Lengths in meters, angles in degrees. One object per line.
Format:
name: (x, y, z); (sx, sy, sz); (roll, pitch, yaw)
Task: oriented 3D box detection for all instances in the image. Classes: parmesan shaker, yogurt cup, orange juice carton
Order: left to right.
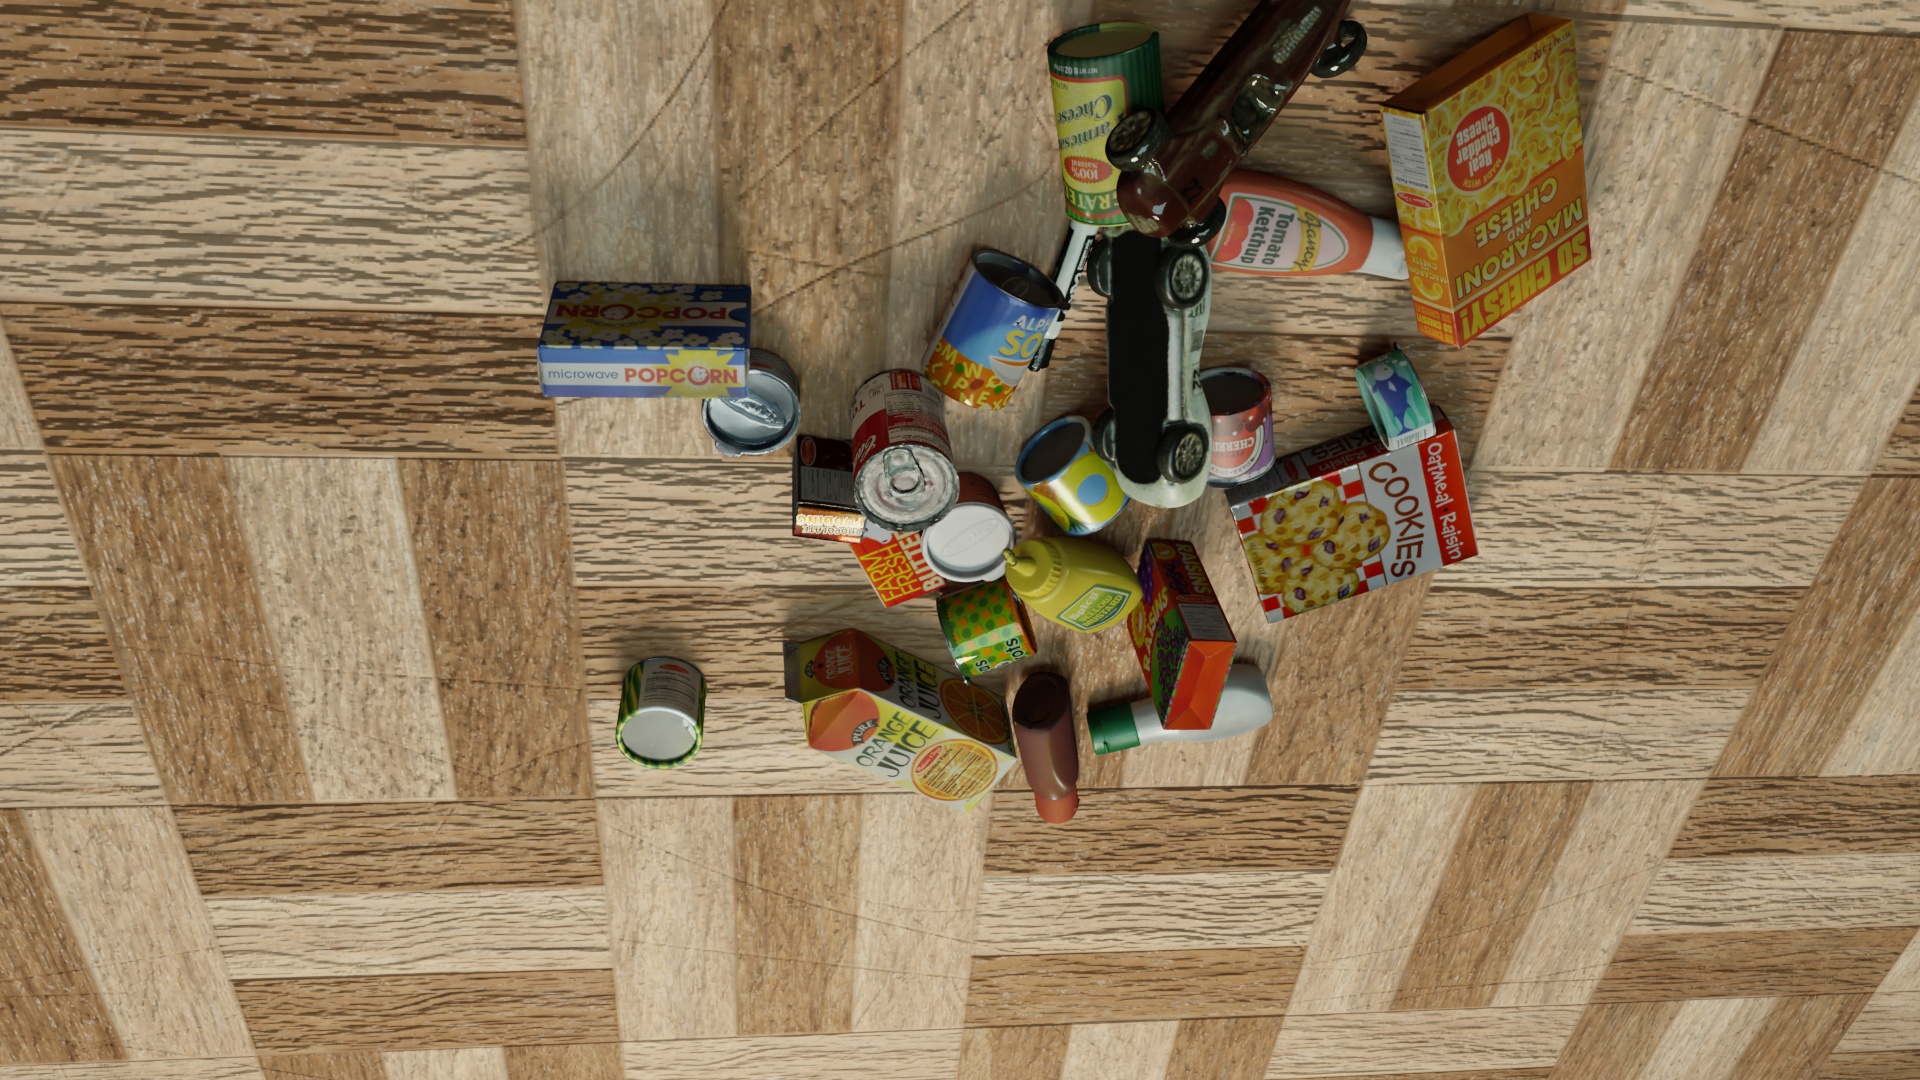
orange juice carton: (-0.055, 0.135, 1.085); (0.192, 0.072, 0.072); (27, 118, -24)
yogurt cup: (0.004, -0.013, 0.999); (0.072, 0.054, 0.072); (-3, 125, -5)
parmesan shaker: (0.088, -0.251, 0.836); (0.071, 0.071, 0.102); (-11, 125, 1)

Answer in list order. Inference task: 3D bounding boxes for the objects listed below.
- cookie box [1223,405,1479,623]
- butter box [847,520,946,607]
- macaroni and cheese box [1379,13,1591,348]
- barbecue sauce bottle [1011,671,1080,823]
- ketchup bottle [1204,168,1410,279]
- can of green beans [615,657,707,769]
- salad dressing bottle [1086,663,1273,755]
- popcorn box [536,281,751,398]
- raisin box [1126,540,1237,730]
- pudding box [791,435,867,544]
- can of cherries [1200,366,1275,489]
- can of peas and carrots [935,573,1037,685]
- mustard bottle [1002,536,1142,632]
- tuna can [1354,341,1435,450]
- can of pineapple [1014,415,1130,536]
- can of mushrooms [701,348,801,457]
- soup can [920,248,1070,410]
cookie box: (0.293, -0.018, 1.040); (0.167, 0.040, 0.122); (-20, 125, 8)
butter box: (-0.053, -0.001, 1.019); (0.053, 0.024, 0.103); (-22, 125, 9)
macaroni and cheese box: (0.334, -0.224, 0.874); (0.124, 0.040, 0.165); (-33, 127, -13)
barbecue sauce bottle: (0.073, 0.177, 1.139); (0.044, 0.065, 0.147); (7, 137, 18)
ketchup bottle: (0.225, -0.199, 0.901); (0.149, 0.044, 0.064); (7, 126, -12)
can of green beans: (-0.230, 0.134, 1.071); (0.071, 0.058, 0.071); (-3, 126, -5)
salad dressing bottle: (0.178, 0.141, 1.137); (0.148, 0.044, 0.064); (-14, 128, 4)
popcorn box: (-0.196, -0.127, 0.874); (0.127, 0.085, 0.038); (0, 126, -7)
raisin box: (0.161, 0.069, 1.033); (0.040, 0.124, 0.085); (2, 125, -10)
pudding box: (-0.090, -0.036, 0.953); (0.050, 0.084, 0.030); (6, 127, -12)
can of cherries: (0.184, -0.079, 0.963); (0.071, 0.072, 0.058); (-11, 126, 1)
can of peas and carrots: (0.021, 0.066, 1.047); (0.059, 0.071, 0.070); (-21, 125, 7)
mustard bottle: (0.073, 0.028, 0.999); (0.065, 0.049, 0.160); (-43, 149, 19)
tuna can: (0.301, -0.100, 0.968); (0.033, 0.071, 0.070); (-22, 125, 10)
can of pineapple: (0.079, -0.045, 0.977); (0.071, 0.071, 0.057); (-35, 121, 17)
can of mushrooms: (-0.142, -0.092, 0.937); (0.071, 0.033, 0.070); (-4, 126, -5)
soup can: (0.022, -0.135, 0.905); (0.071, 0.072, 0.083); (18, 122, -18)
